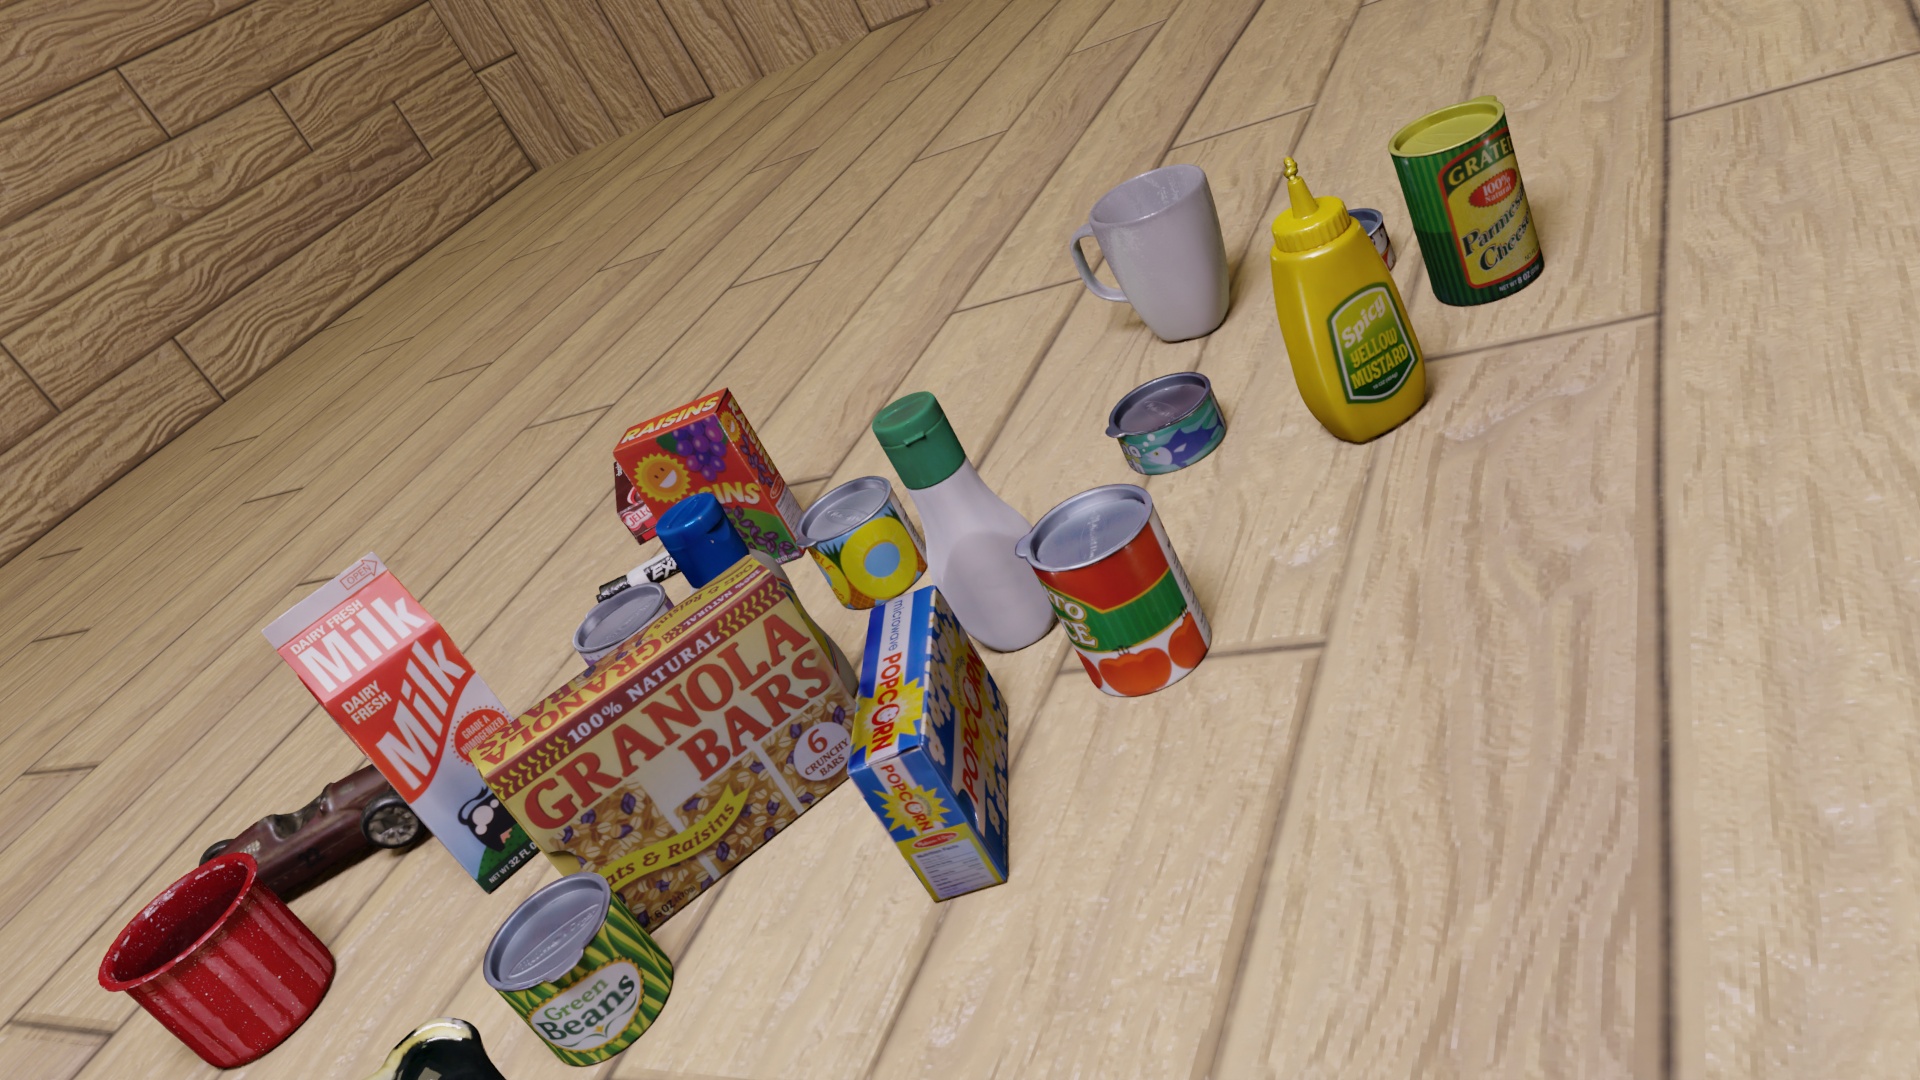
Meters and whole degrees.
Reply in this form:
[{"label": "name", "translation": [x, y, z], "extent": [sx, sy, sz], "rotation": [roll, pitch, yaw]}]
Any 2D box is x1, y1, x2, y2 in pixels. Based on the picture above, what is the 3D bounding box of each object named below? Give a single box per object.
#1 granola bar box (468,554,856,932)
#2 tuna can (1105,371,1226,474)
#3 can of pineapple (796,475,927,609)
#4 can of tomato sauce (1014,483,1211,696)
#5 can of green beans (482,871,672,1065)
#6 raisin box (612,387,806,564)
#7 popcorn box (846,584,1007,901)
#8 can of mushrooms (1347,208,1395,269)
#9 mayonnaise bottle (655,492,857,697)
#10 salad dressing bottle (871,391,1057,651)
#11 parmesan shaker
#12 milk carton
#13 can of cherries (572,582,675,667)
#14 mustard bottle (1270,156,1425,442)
[{"label": "granola bar box", "translation": [-0.136, 0.105, 0.695], "extent": [0.166, 0.123, 0.039], "rotation": [-37, 28, -15]}, {"label": "tuna can", "translation": [0.125, -0.070, 0.849], "extent": [0.071, 0.032, 0.071], "rotation": [-22, 28, 13]}, {"label": "can of pineapple", "translation": [-0.062, 0.002, 0.872], "extent": [0.071, 0.057, 0.071], "rotation": [-22, 28, 13]}, {"label": "can of tomato sauce", "translation": [0.076, 0.025, 0.678], "extent": [0.071, 0.082, 0.071], "rotation": [-22, 28, 13]}, {"label": "can of green beans", "translation": [-0.176, 0.199, 0.644], "extent": [0.071, 0.057, 0.071], "rotation": [-22, 28, 13]}, {"label": "raisin box", "translation": [-0.169, -0.034, 0.962], "extent": [0.086, 0.123, 0.040], "rotation": [-19, 29, 19]}, {"label": "popcorn box", "translation": [-0.012, 0.091, 0.646], "extent": [0.038, 0.085, 0.127], "rotation": [-22, 28, 14]}, {"label": "can of mushrooms", "translation": [0.254, -0.192, 0.934], "extent": [0.071, 0.033, 0.071], "rotation": [-22, 28, 13]}, {"label": "mayonnaise bottle", "translation": [-0.111, 0.043, 0.751], "extent": [0.041, 0.147, 0.065], "rotation": [-8, 34, 35]}, {"label": "salad dressing bottle", "translation": [0.003, -0.009, 0.734], "extent": [0.064, 0.147, 0.044], "rotation": [-27, 27, 5]}, {"label": "parmesan shaker", "translation": [0.305, -0.202, 0.829], "extent": [0.071, 0.102, 0.071], "rotation": [-22, 28, 13]}, {"label": "milk carton", "translation": [-0.303, 0.101, 0.785], "extent": [0.072, 0.190, 0.073], "rotation": [-42, 30, -23]}, {"label": "can of cherries", "translation": [-0.205, 0.069, 0.890], "extent": [0.071, 0.058, 0.072], "rotation": [-22, 28, 13]}, {"label": "mustard bottle", "translation": [0.200, -0.131, 0.744], "extent": [0.065, 0.159, 0.049], "rotation": [-33, 27, -8]}]
